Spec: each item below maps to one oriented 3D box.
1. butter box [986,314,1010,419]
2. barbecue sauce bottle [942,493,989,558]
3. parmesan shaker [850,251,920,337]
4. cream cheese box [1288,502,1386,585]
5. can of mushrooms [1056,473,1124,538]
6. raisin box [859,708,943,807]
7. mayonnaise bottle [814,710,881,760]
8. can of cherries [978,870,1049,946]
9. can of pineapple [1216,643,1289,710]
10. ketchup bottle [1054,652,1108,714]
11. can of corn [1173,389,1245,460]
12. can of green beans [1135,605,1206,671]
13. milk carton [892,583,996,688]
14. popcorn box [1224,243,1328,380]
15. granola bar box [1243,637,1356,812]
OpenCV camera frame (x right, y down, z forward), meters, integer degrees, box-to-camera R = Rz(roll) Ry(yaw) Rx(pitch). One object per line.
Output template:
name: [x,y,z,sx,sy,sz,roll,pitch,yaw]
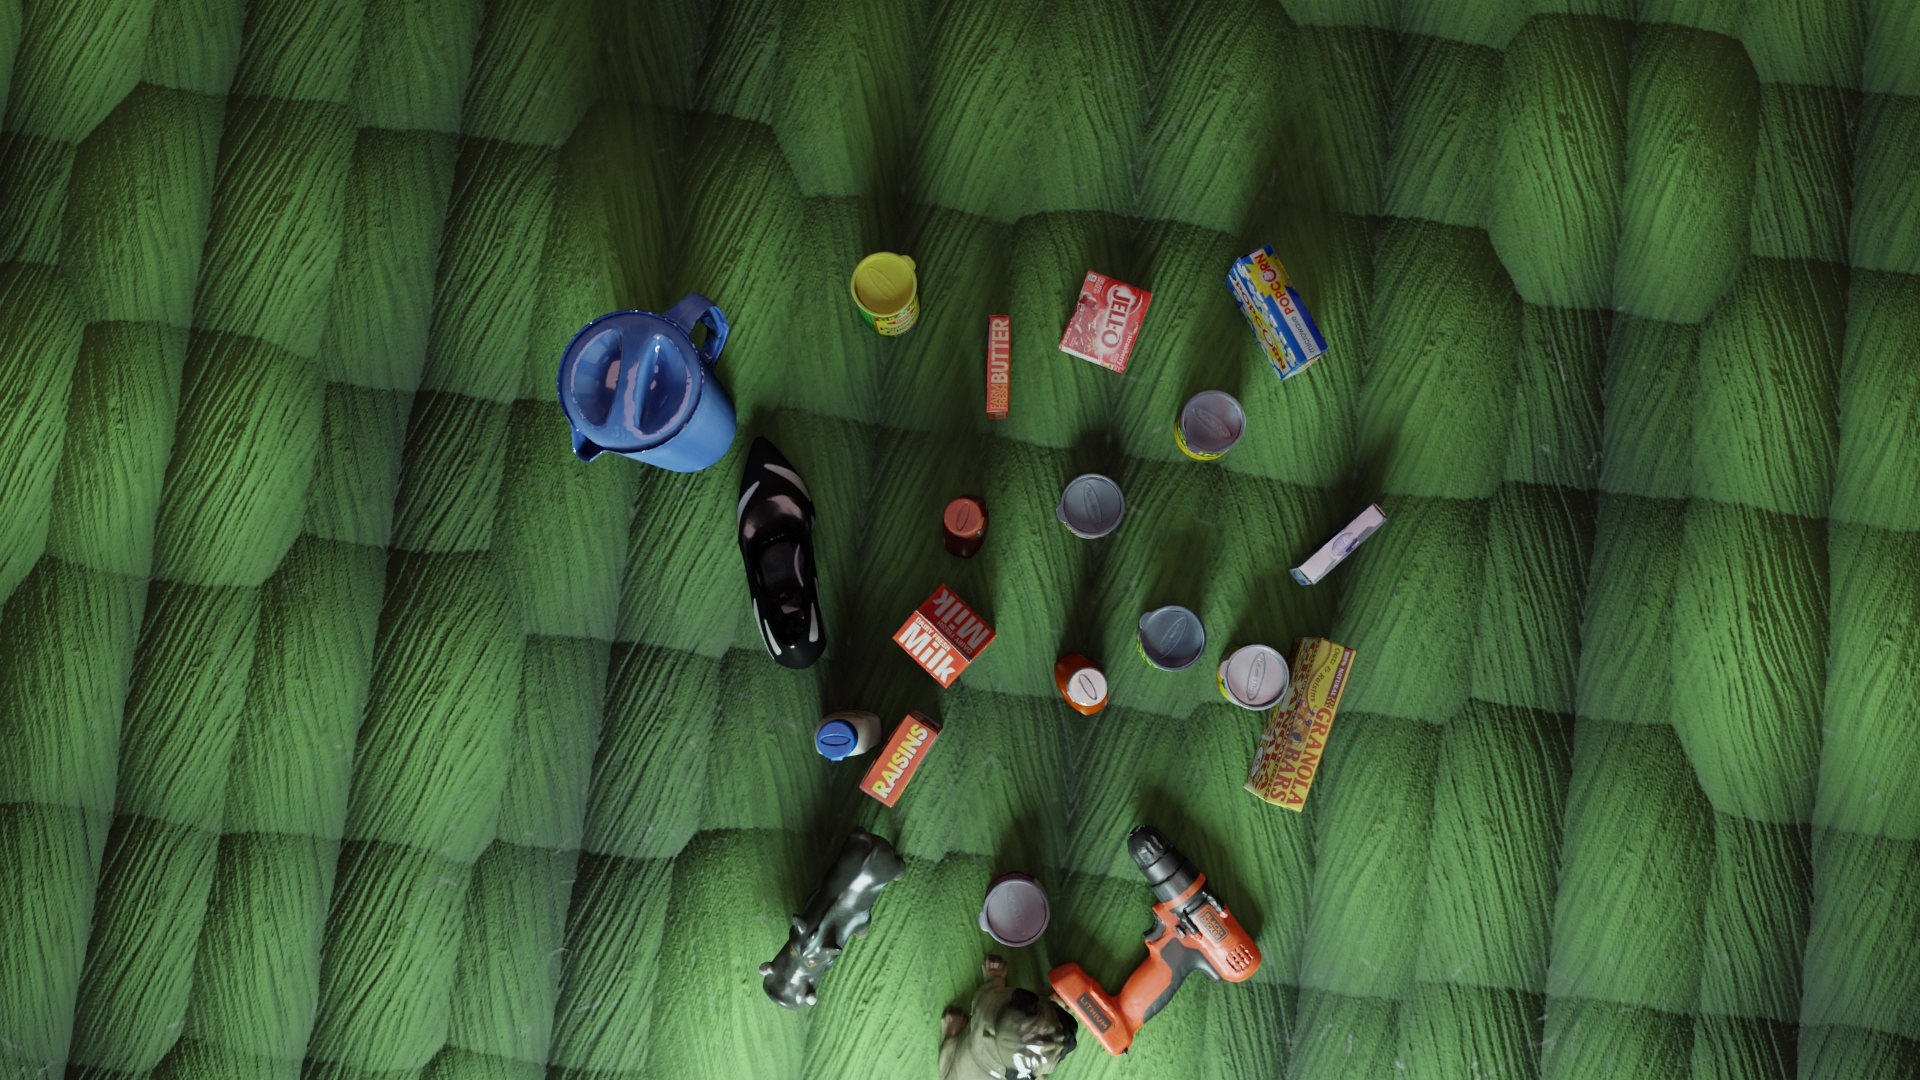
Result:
butter box: [0.040,-0.180,1.450,0.024,0.053,0.103,1,85,2]
barbecue sauce bottle: [0.005,-0.017,1.389,0.044,0.148,0.065,18,86,3]
parmesan shaker: [-0.073,-0.253,1.434,0.071,0.103,0.071,0,86,2]
cream cheese box: [0.387,0.005,1.426,0.104,0.053,0.024,-41,86,-2]
can of mushrooms: [0.134,-0.035,1.445,0.071,0.033,0.071,0,85,1]
raisin box: [-0.057,0.214,1.384,0.040,0.123,0.086,34,87,4]
mayonnaise bottle: [-0.115,0.192,1.375,0.065,0.148,0.041,-1,86,1]
can of cherries: [0.053,0.370,1.401,0.071,0.058,0.071,0,85,1]
can of pineapple: [0.295,0.137,1.415,0.071,0.058,0.071,0,85,1]
ketchup bottle: [0.121,0.143,1.373,0.043,0.148,0.065,-30,86,-1]
can of corn: [0.255,-0.117,1.437,0.071,0.058,0.071,0,85,1]
can of green beans: [0.214,0.100,1.420,0.071,0.058,0.071,0,85,1]
milk carton: [-0.014,0.093,1.359,0.072,0.190,0.073,43,88,4]
popcorn box: [0.324,-0.234,1.432,0.038,0.085,0.127,-28,85,-1]
granola bar box: [0.335,0.180,1.377,0.039,0.124,0.165,20,86,3]
